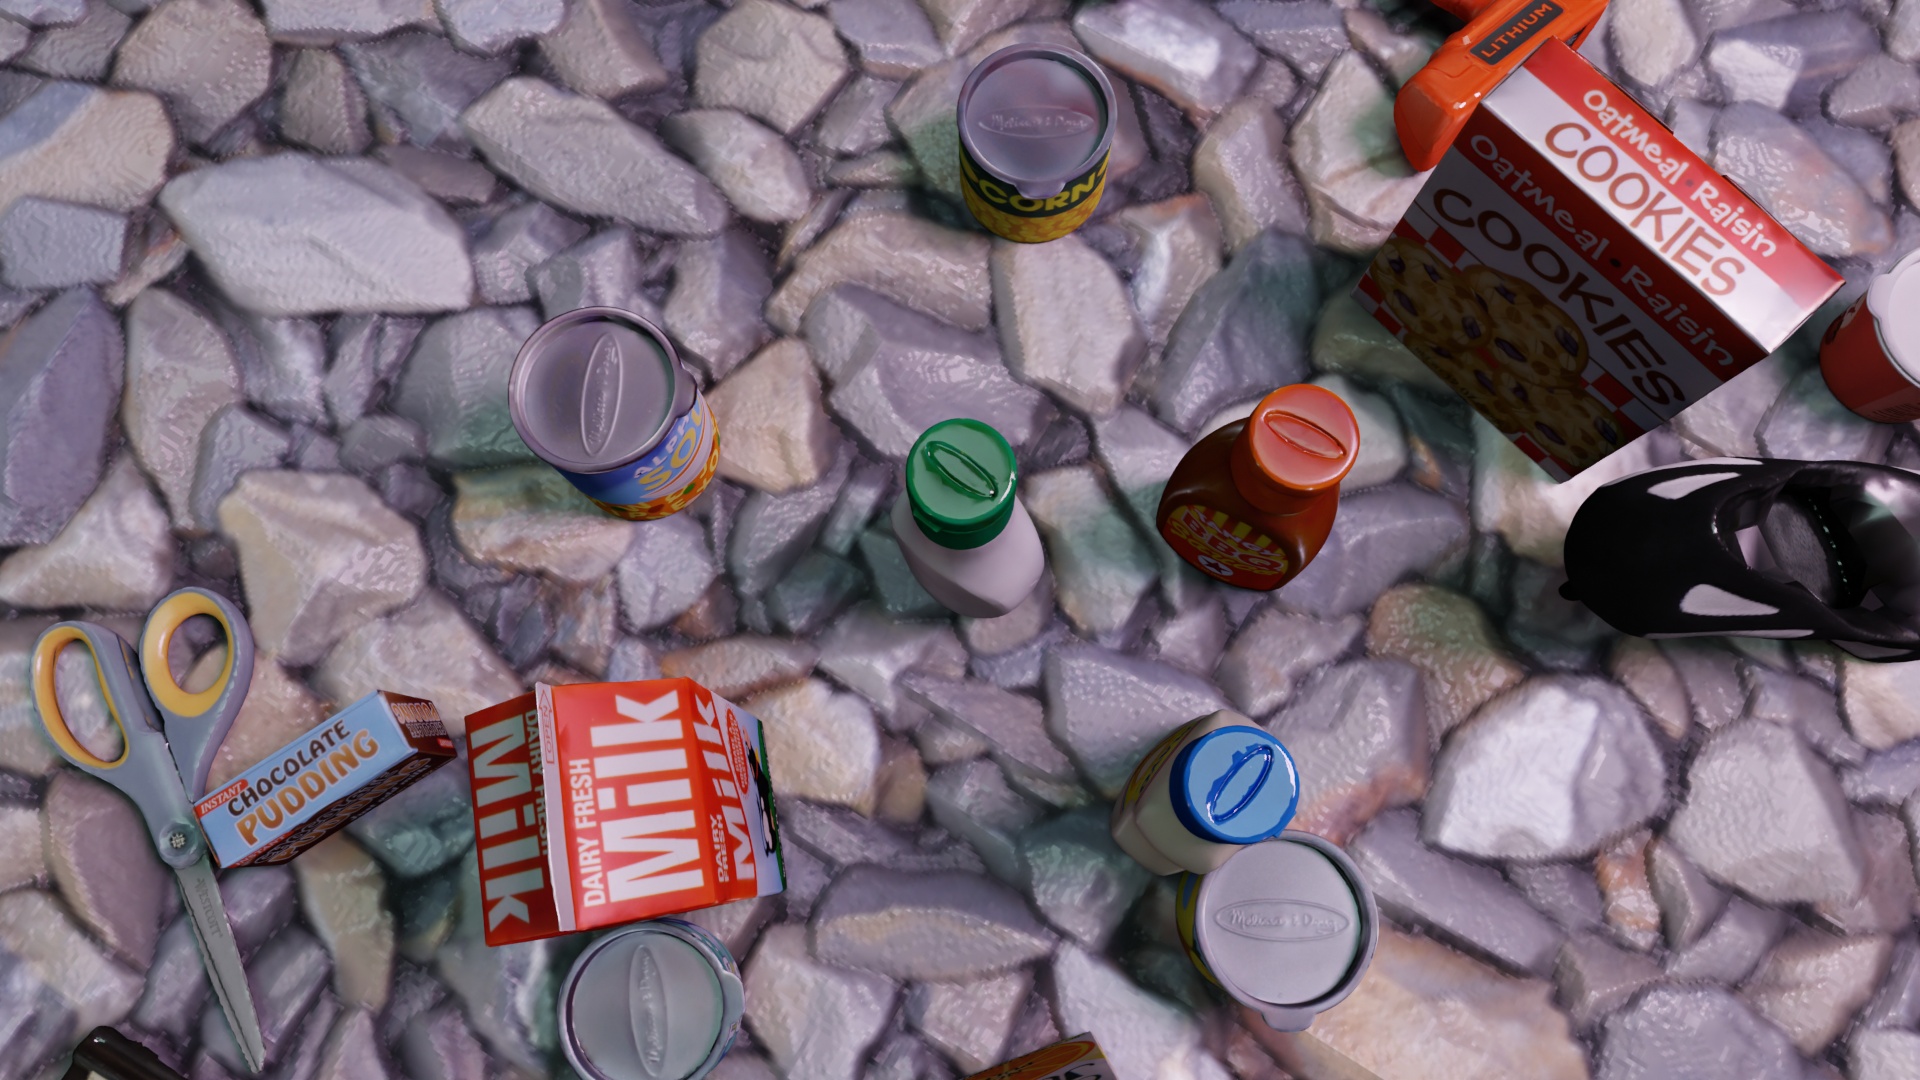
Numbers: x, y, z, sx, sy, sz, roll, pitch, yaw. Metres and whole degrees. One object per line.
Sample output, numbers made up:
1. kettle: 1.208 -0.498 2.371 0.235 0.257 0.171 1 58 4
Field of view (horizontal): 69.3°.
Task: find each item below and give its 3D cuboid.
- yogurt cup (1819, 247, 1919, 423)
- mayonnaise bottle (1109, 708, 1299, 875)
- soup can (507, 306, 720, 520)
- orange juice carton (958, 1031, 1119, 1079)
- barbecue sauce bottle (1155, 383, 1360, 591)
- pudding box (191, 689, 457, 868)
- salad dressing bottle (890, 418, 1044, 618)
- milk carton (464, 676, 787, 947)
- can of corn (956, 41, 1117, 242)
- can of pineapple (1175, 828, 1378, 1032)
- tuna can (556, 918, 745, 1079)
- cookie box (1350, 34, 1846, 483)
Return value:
1. yogurt cup: 0.398 -0.082 0.575 0.072 0.054 0.072 0 77 1
2. mayonnaise bottle: 0.087 0.089 0.493 0.041 0.148 0.065 39 81 9
3. soup can: -0.134 -0.048 0.560 0.071 0.083 0.071 0 78 1
4. orange juice carton: 0.028 0.216 0.442 0.072 0.192 0.073 -20 78 -3
5. barbecue sauce bottle: 0.112 -0.019 0.517 0.065 0.148 0.044 29 80 7
6. pudding box: -0.249 0.094 0.547 0.084 0.049 0.030 -32 79 -6
7. salad dressing bottle: 0.002 -0.006 0.516 0.064 0.147 0.044 38 81 8
8. milk carton: -0.112 0.093 0.473 0.073 0.190 0.072 -11 78 -1
9. can of corn: 0.032 -0.167 0.598 0.071 0.058 0.071 0 77 1
10. can of pineapple: 0.117 0.144 0.526 0.071 0.057 0.071 0 77 1
11. tuna can: -0.115 0.179 0.535 0.071 0.032 0.071 0 77 1
12. cookie box: 0.225 -0.096 0.523 0.040 0.167 0.123 -43 80 -8
